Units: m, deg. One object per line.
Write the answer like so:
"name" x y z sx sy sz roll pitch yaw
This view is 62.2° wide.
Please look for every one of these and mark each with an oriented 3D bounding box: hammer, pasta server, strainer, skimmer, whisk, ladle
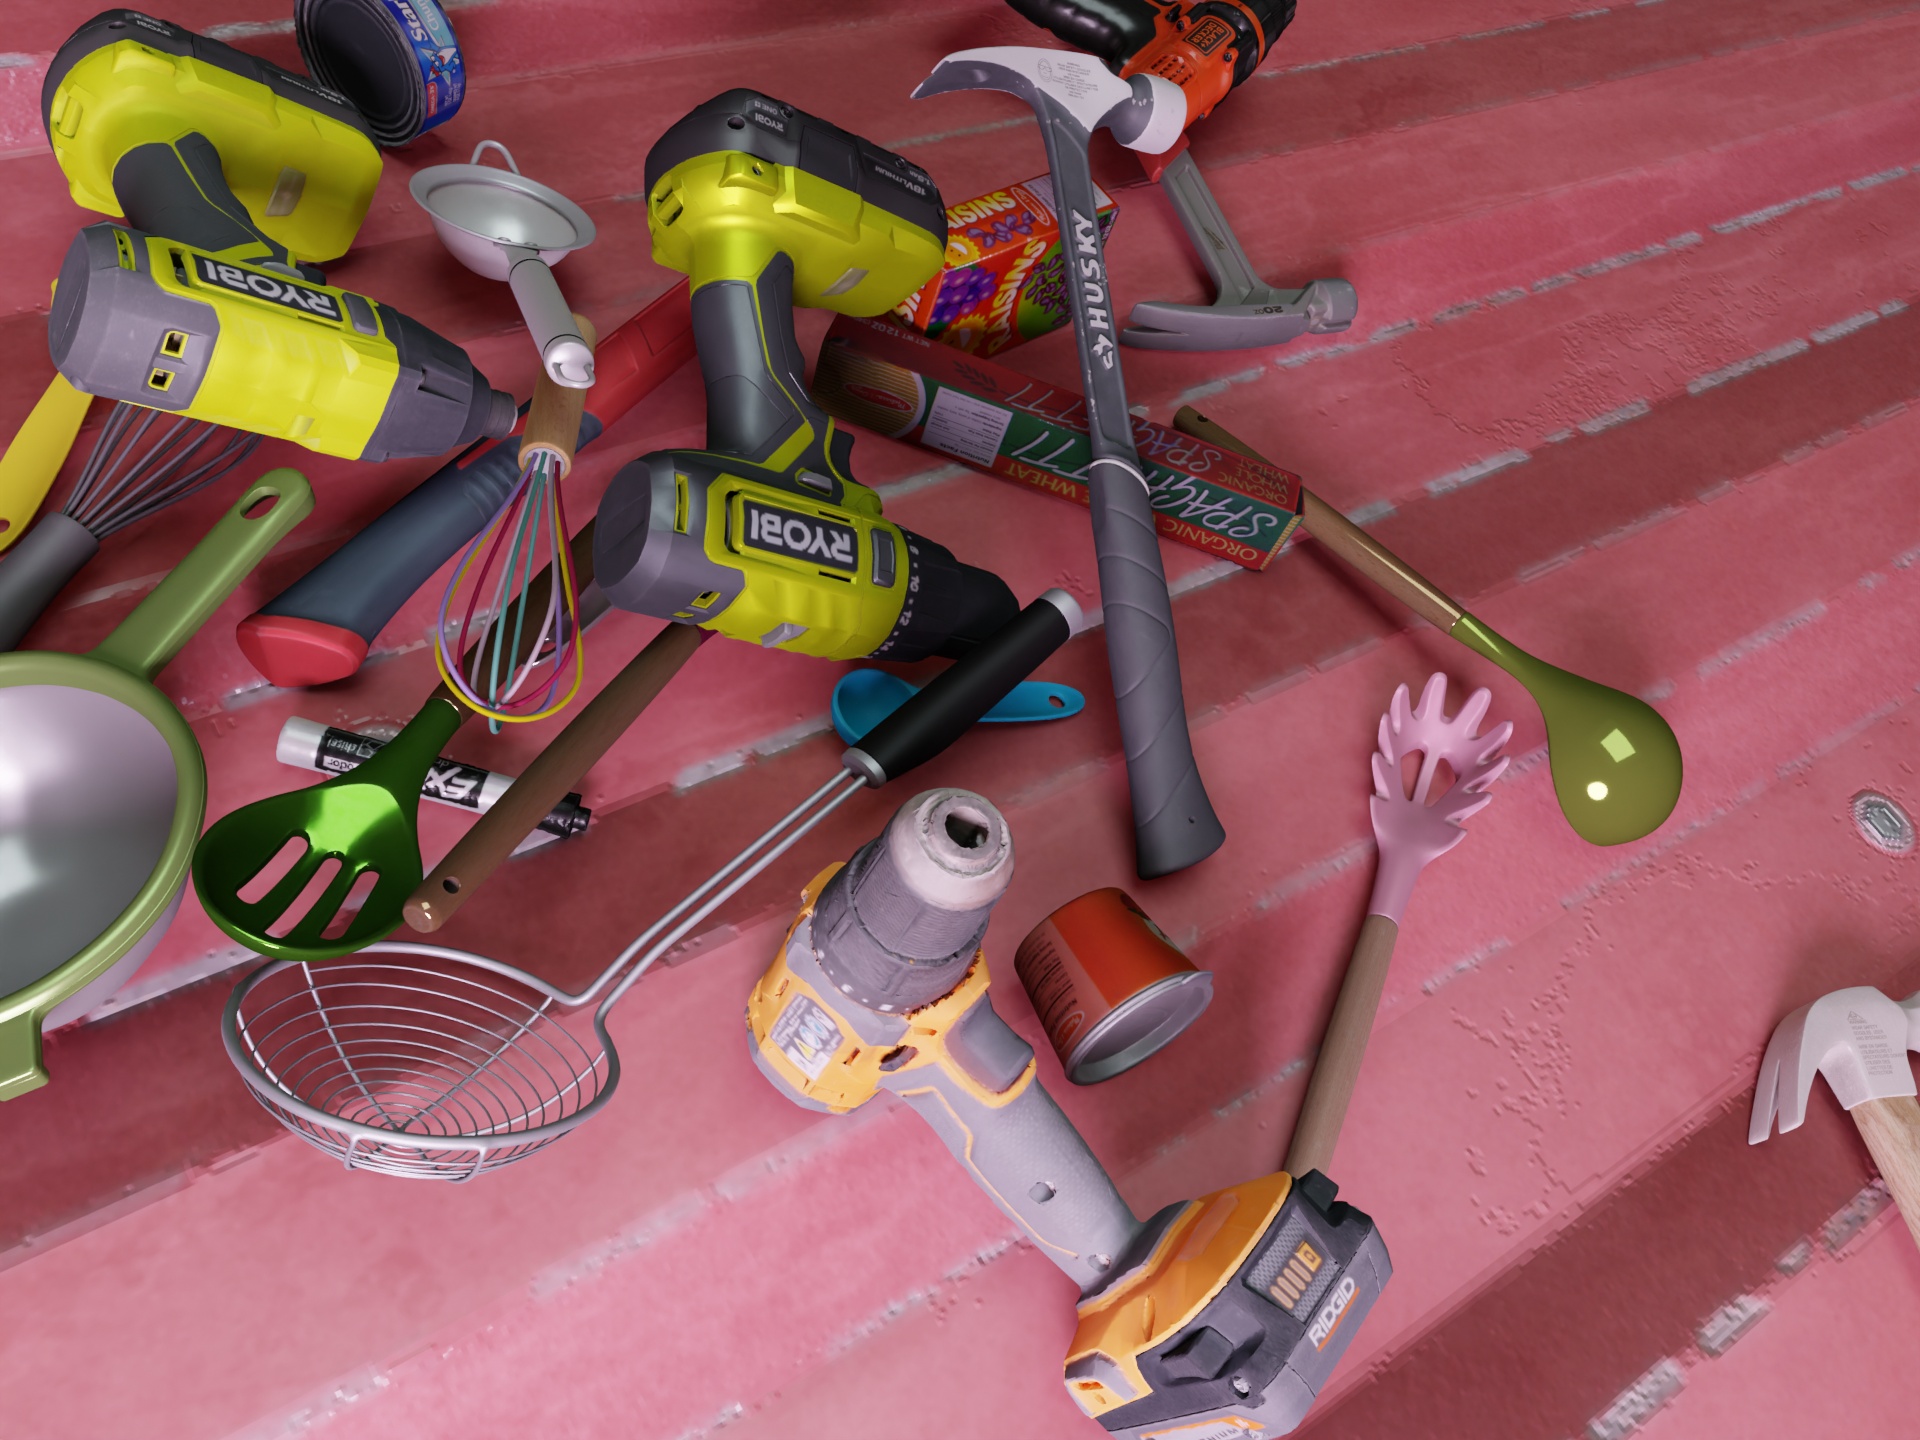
"hammer" 0.067 -0.130 0.732 0.149 0.036 0.409 2 74 -32
"pasta server" 0.176 0.105 0.681 0.060 0.040 0.316 21 54 12
"hammer" 0.107 -0.368 0.976 0.149 0.036 0.359 -8 61 -22
"strainer" -0.194 -0.198 0.706 0.086 0.050 0.259 4 32 -28
"skimmer" -0.086 0.034 0.590 0.363 0.090 0.127 -39 47 -25
"strainer" -0.304 0.015 0.566 0.151 0.069 0.256 17 54 12
"whisk" -0.166 -0.087 0.638 0.047 0.051 0.245 -3 46 -1
"ladle" 0.227 -0.057 0.810 0.320 0.062 0.078 42 52 20
"whisk" -0.351 -0.072 0.633 0.055 0.055 0.239 26 58 1
"hammer" 0.431 0.268 0.655 0.130 0.031 0.332 0 58 -18
"hammer" -0.187 -0.155 0.738 0.143 0.038 0.386 31 55 13

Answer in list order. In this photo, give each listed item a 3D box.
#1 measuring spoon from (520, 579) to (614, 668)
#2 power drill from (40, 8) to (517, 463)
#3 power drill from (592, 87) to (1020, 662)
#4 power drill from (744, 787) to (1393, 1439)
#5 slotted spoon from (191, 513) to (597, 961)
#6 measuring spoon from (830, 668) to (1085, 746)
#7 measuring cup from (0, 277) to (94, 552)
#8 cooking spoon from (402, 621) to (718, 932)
"measuring spoon" -0.147 -0.058 0.705 0.034 0.018 0.124 25 56 31
"power drill" -0.290 -0.196 0.669 0.171 0.080 0.223 9 38 -43
"power drill" -0.058 -0.135 0.687 0.190 0.080 0.229 11 67 -36
"power drill" 0.031 0.131 0.530 0.226 0.185 0.084 43 54 9
"slotted spoon" -0.185 -0.016 0.616 0.070 0.031 0.314 27 39 -3
"measuring spoon" -0.001 -0.002 0.714 0.128 0.021 0.042 -3 58 -30
"measuring cup" -0.377 -0.131 0.680 0.062 0.029 0.157 17 66 -5
"cooking spoon" -0.123 -0.022 0.638 0.068 0.017 0.319 50 37 -15
